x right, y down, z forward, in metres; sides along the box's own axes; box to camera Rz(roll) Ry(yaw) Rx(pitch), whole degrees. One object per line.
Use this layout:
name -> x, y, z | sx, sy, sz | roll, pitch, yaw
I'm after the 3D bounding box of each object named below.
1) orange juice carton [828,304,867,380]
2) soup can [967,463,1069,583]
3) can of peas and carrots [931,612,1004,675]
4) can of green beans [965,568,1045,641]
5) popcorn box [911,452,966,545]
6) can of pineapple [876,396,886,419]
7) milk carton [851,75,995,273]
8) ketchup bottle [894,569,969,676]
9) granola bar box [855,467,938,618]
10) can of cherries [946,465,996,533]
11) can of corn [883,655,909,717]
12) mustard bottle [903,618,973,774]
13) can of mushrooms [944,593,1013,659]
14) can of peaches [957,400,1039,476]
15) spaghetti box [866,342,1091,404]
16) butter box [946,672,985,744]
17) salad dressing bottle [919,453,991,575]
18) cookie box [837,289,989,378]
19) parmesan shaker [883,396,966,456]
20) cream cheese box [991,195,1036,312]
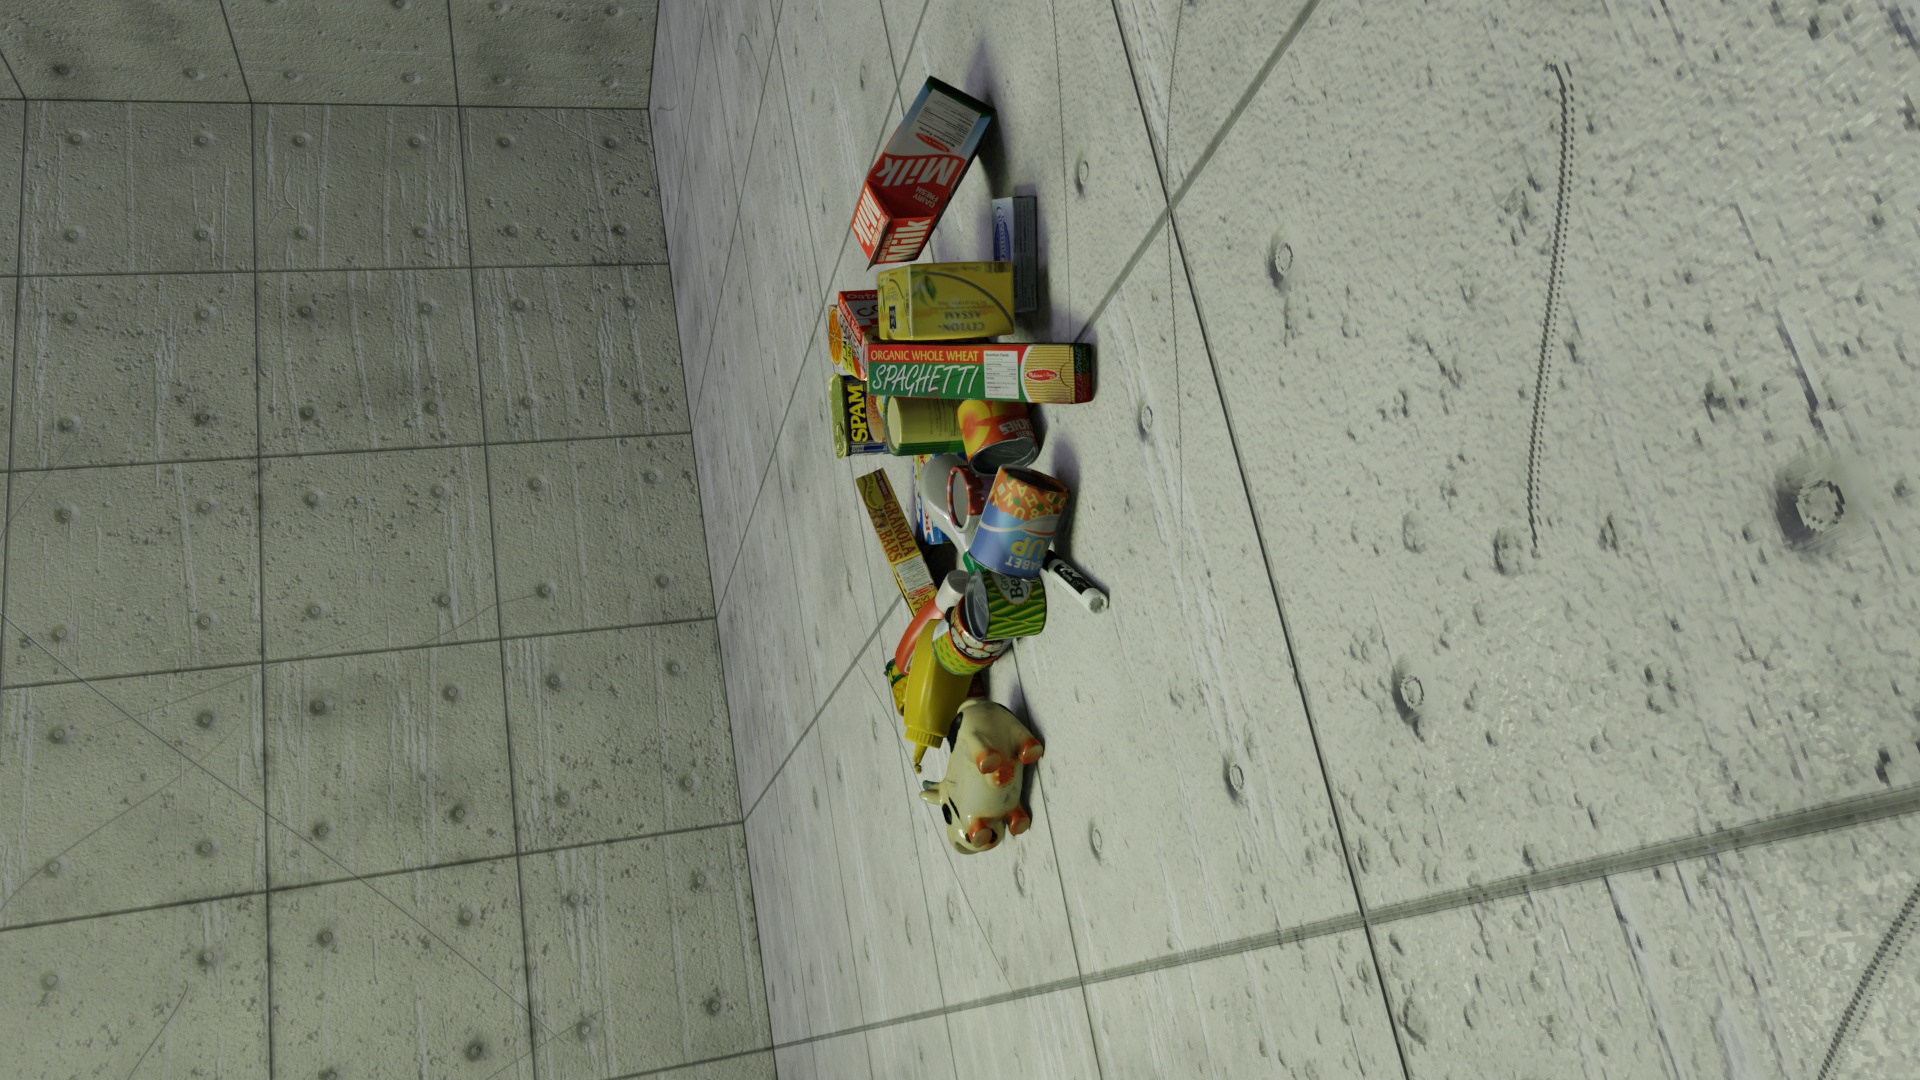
orange juice carton -> -0.099, -0.234, 1.640 | 0.193, 0.073, 0.071 | -140, 48, -65
soup can -> 0.053, -0.015, 1.213 | 0.083, 0.071, 0.071 | -70, 25, 16
can of peas and carrots -> 0.012, 0.100, 1.401 | 0.058, 0.071, 0.071 | 136, 127, -66
can of green beans -> 0.042, 0.060, 1.307 | 0.071, 0.058, 0.071 | 176, 89, -72
popcorn box -> -0.021, -0.060, 1.503 | 0.085, 0.038, 0.126 | 173, 92, -71
can of pineapple -> -0.055, -0.155, 1.532 | 0.058, 0.071, 0.071 | 180, 86, -71
milk carton -> -0.042, -0.334, 1.292 | 0.191, 0.073, 0.072 | -65, 4, -29
ketchup bottle -> -0.022, 0.091, 1.511 | 0.148, 0.065, 0.044 | 116, 151, -43
granola bar box -> -0.066, 0.013, 1.586 | 0.166, 0.039, 0.123 | -116, 3, -48
can of cherries -> 0.023, -0.044, 1.337 | 0.071, 0.058, 0.071 | 176, 89, -72
can of corn -> -0.049, 0.165, 1.594 | 0.070, 0.071, 0.058 | 110, 149, -52
mustard bottle -> -0.028, 0.163, 1.444 | 0.049, 0.065, 0.160 | 0, 71, 57
can of mushrooms -> 0.022, 0.078, 1.354 | 0.033, 0.071, 0.071 | 122, 140, -59
can of peaches -> 0.036, -0.101, 1.276 | 0.071, 0.071, 0.058 | 117, 144, -58
spaghetti box -> 0.010, -0.149, 1.220 | 0.250, 0.029, 0.050 | 8, 103, 43
butter box -> 0.001, 0.175, 1.518 | 0.103, 0.024, 0.053 | 108, 151, -50
salad dressing bottle -> 0.005, -0.018, 1.403 | 0.043, 0.064, 0.148 | 95, 155, -59
cookie box -> -0.046, -0.204, 1.405 | 0.168, 0.123, 0.040 | -118, 28, -51
parmesan shaker -> -0.020, -0.121, 1.377 | 0.071, 0.103, 0.071 | 176, 89, -72
cream cheese box -> 0.049, -0.259, 1.259 | 0.053, 0.024, 0.103 | -156, 62, -68
